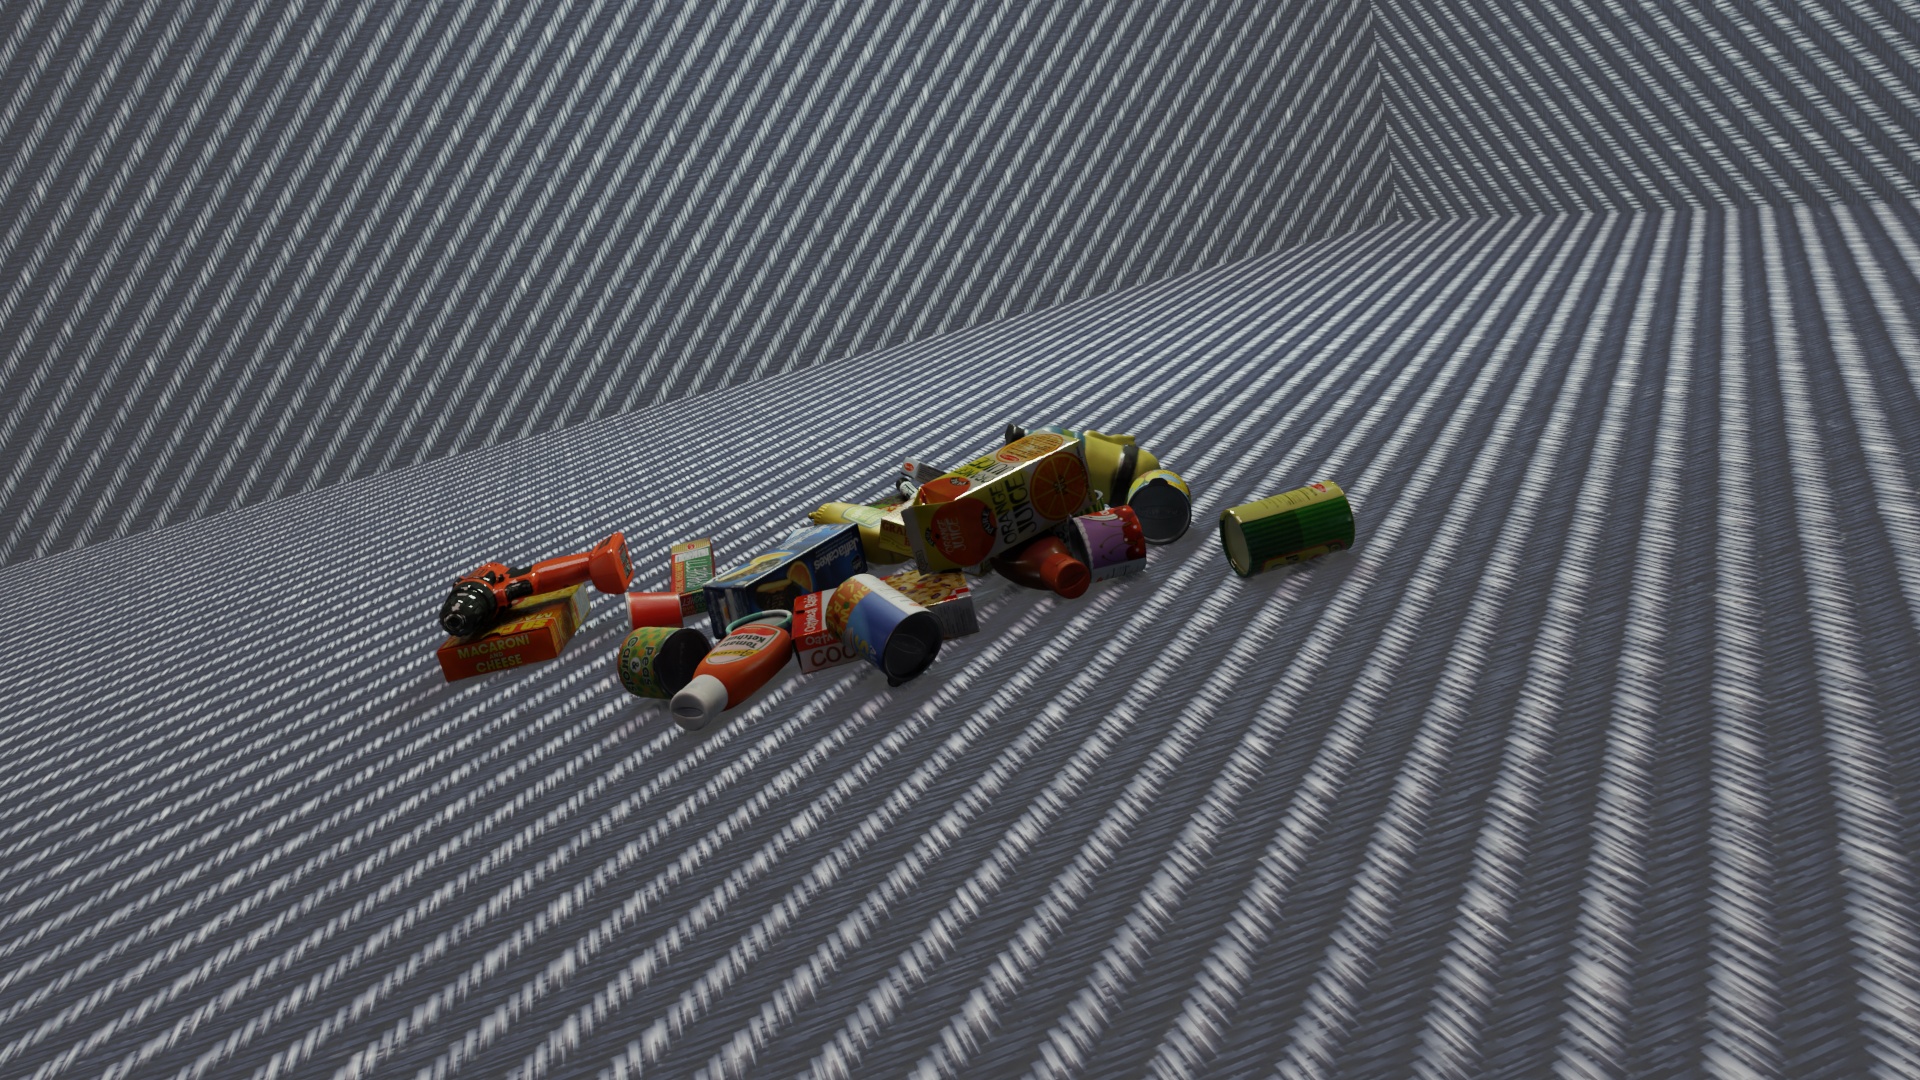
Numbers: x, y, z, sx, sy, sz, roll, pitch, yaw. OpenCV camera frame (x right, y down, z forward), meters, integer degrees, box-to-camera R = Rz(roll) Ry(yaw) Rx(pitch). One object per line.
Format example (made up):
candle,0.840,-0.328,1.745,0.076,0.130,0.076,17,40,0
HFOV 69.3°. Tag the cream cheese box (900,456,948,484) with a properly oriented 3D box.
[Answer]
cream cheese box,-0.018,-0.071,1.704,0.104,0.024,0.053,21,3,-23

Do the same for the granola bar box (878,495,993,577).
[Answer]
granola bar box,0.005,-0.019,1.506,0.124,0.039,0.166,16,26,22

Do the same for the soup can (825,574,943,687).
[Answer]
soup can,-0.068,0.076,1.194,0.071,0.071,0.084,-23,37,-35

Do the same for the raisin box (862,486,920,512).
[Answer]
raisin box,-0.054,-0.029,1.652,0.086,0.040,0.123,-17,17,-21

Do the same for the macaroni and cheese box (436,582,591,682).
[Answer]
macaroni and cheese box,-0.490,0.097,1.536,0.124,0.040,0.167,-13,15,1

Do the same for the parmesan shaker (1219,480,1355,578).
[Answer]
parmesan shaker,0.294,-0.010,1.261,0.103,0.071,0.071,-16,15,-10

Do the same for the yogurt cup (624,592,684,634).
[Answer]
yogurt cup,-0.309,0.083,1.406,0.054,0.072,0.072,-8,13,-14

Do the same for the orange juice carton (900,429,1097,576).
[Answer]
orange juice carton,0.031,-0.036,1.356,0.193,0.071,0.073,-27,24,-23

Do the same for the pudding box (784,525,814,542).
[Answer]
pudding box,-0.179,0.008,1.634,0.049,0.030,0.084,-9,16,9

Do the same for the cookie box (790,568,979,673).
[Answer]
cookie box,-0.073,0.069,1.310,0.167,0.040,0.123,-13,15,-2

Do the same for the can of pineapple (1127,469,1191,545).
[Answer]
can of pineapple,0.204,-0.036,1.419,0.071,0.070,0.058,-9,15,11

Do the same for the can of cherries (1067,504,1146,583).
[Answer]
can of cherries,0.140,0.001,1.330,0.058,0.071,0.071,-14,15,-7

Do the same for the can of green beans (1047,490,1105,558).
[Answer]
can of green beans,0.119,-0.015,1.429,0.071,0.057,0.071,-11,15,3

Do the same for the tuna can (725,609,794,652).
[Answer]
tuna can,-0.192,0.093,1.329,0.071,0.032,0.071,-11,15,3

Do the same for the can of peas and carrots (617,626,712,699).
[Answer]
can of peas and carrots,-0.269,0.111,1.259,0.058,0.070,0.071,-2,18,38

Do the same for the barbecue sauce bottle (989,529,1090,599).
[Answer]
barbecue sauce bottle,0.080,0.022,1.353,0.065,0.043,0.149,-30,20,-11

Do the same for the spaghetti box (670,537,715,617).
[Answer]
spaghetti box,-0.312,0.041,1.621,0.050,0.028,0.250,-14,15,-8

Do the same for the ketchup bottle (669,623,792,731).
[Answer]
ketchup bottle,-0.204,0.120,1.224,0.065,0.043,0.149,-1,19,18

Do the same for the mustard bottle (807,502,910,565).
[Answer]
mustard bottle,-0.120,-0.013,1.579,0.160,0.048,0.065,16,30,37
